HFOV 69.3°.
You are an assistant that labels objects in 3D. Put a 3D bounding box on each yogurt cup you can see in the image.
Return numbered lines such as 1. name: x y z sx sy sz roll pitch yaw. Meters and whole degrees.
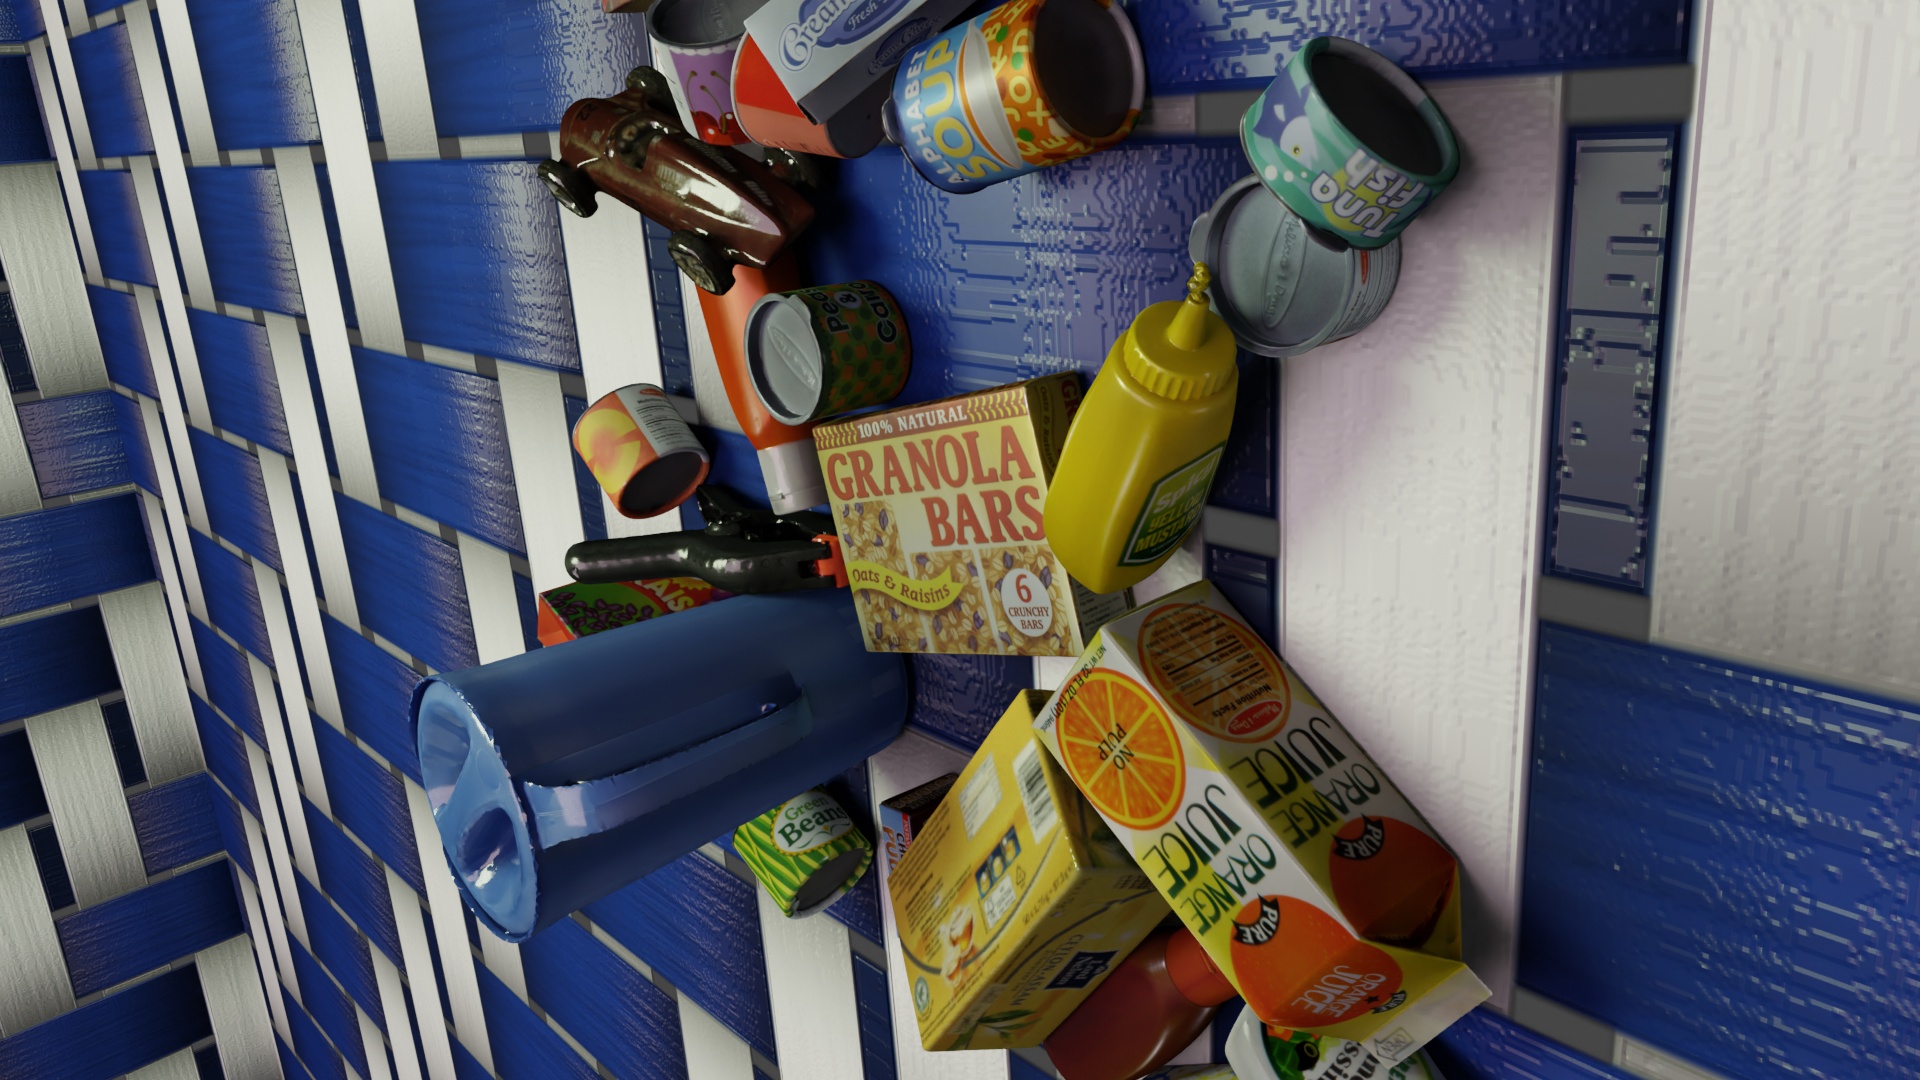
1. yogurt cup: -0.066 -0.213 0.652 0.054 0.073 0.072 25 123 27

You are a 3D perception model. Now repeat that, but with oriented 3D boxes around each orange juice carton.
1. orange juice carton: 0.122 0.115 0.553 0.193 0.073 0.071 51 136 23

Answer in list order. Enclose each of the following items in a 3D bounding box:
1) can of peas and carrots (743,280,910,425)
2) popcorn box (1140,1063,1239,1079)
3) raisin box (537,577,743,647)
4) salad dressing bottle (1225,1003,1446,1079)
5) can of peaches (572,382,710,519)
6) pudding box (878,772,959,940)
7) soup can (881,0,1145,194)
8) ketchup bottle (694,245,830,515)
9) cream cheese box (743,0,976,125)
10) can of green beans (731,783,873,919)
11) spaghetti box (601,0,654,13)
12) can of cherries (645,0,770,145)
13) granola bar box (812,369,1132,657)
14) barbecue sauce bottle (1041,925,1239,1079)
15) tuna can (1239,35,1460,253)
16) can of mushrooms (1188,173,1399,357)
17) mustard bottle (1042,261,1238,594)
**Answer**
1. can of peas and carrots: -0.067 -0.098 0.703 0.071 0.059 0.070 21 119 43
2. popcorn box: 0.108 0.270 0.620 0.126 0.085 0.038 -32 79 51
3. raisin box: -0.180 0.051 0.841 0.086 0.124 0.039 41 134 32
4. salad dressing bottle: 0.178 0.230 0.548 0.148 0.064 0.043 31 146 28
5. can of peaches: -0.200 -0.054 0.869 0.058 0.071 0.071 51 137 22
6. pudding box: -0.012 0.174 0.752 0.030 0.050 0.083 11 112 51
7. soup can: 0.021 -0.180 0.558 0.083 0.071 0.071 -2 103 50
8. ketchup bottle: -0.104 -0.089 0.761 0.064 0.044 0.148 -8 99 45
9. cream cheese box: -0.039 -0.233 0.600 0.103 0.024 0.053 -36 70 8
10. can of green beans: -0.095 0.186 0.840 0.058 0.071 0.071 45 134 28
11. spaghetti box: -0.094 -0.298 0.663 0.250 0.050 0.028 1 106 49
12. can of cherries: -0.111 -0.238 0.682 0.071 0.072 0.058 40 159 32
13. granola bar box: 0.002 -0.008 0.672 0.165 0.039 0.124 -4 102 50
14. barbecue sauce bottle: 0.091 0.211 0.651 0.147 0.044 0.065 -49 60 46
15. tuna can: 0.128 -0.129 0.454 0.071 0.071 0.032 59 139 15
16. can of mushrooms: 0.120 -0.102 0.502 0.071 0.033 0.070 23 121 43
17. mustard bottle: 0.073 -0.043 0.532 0.049 0.065 0.159 47 152 24
